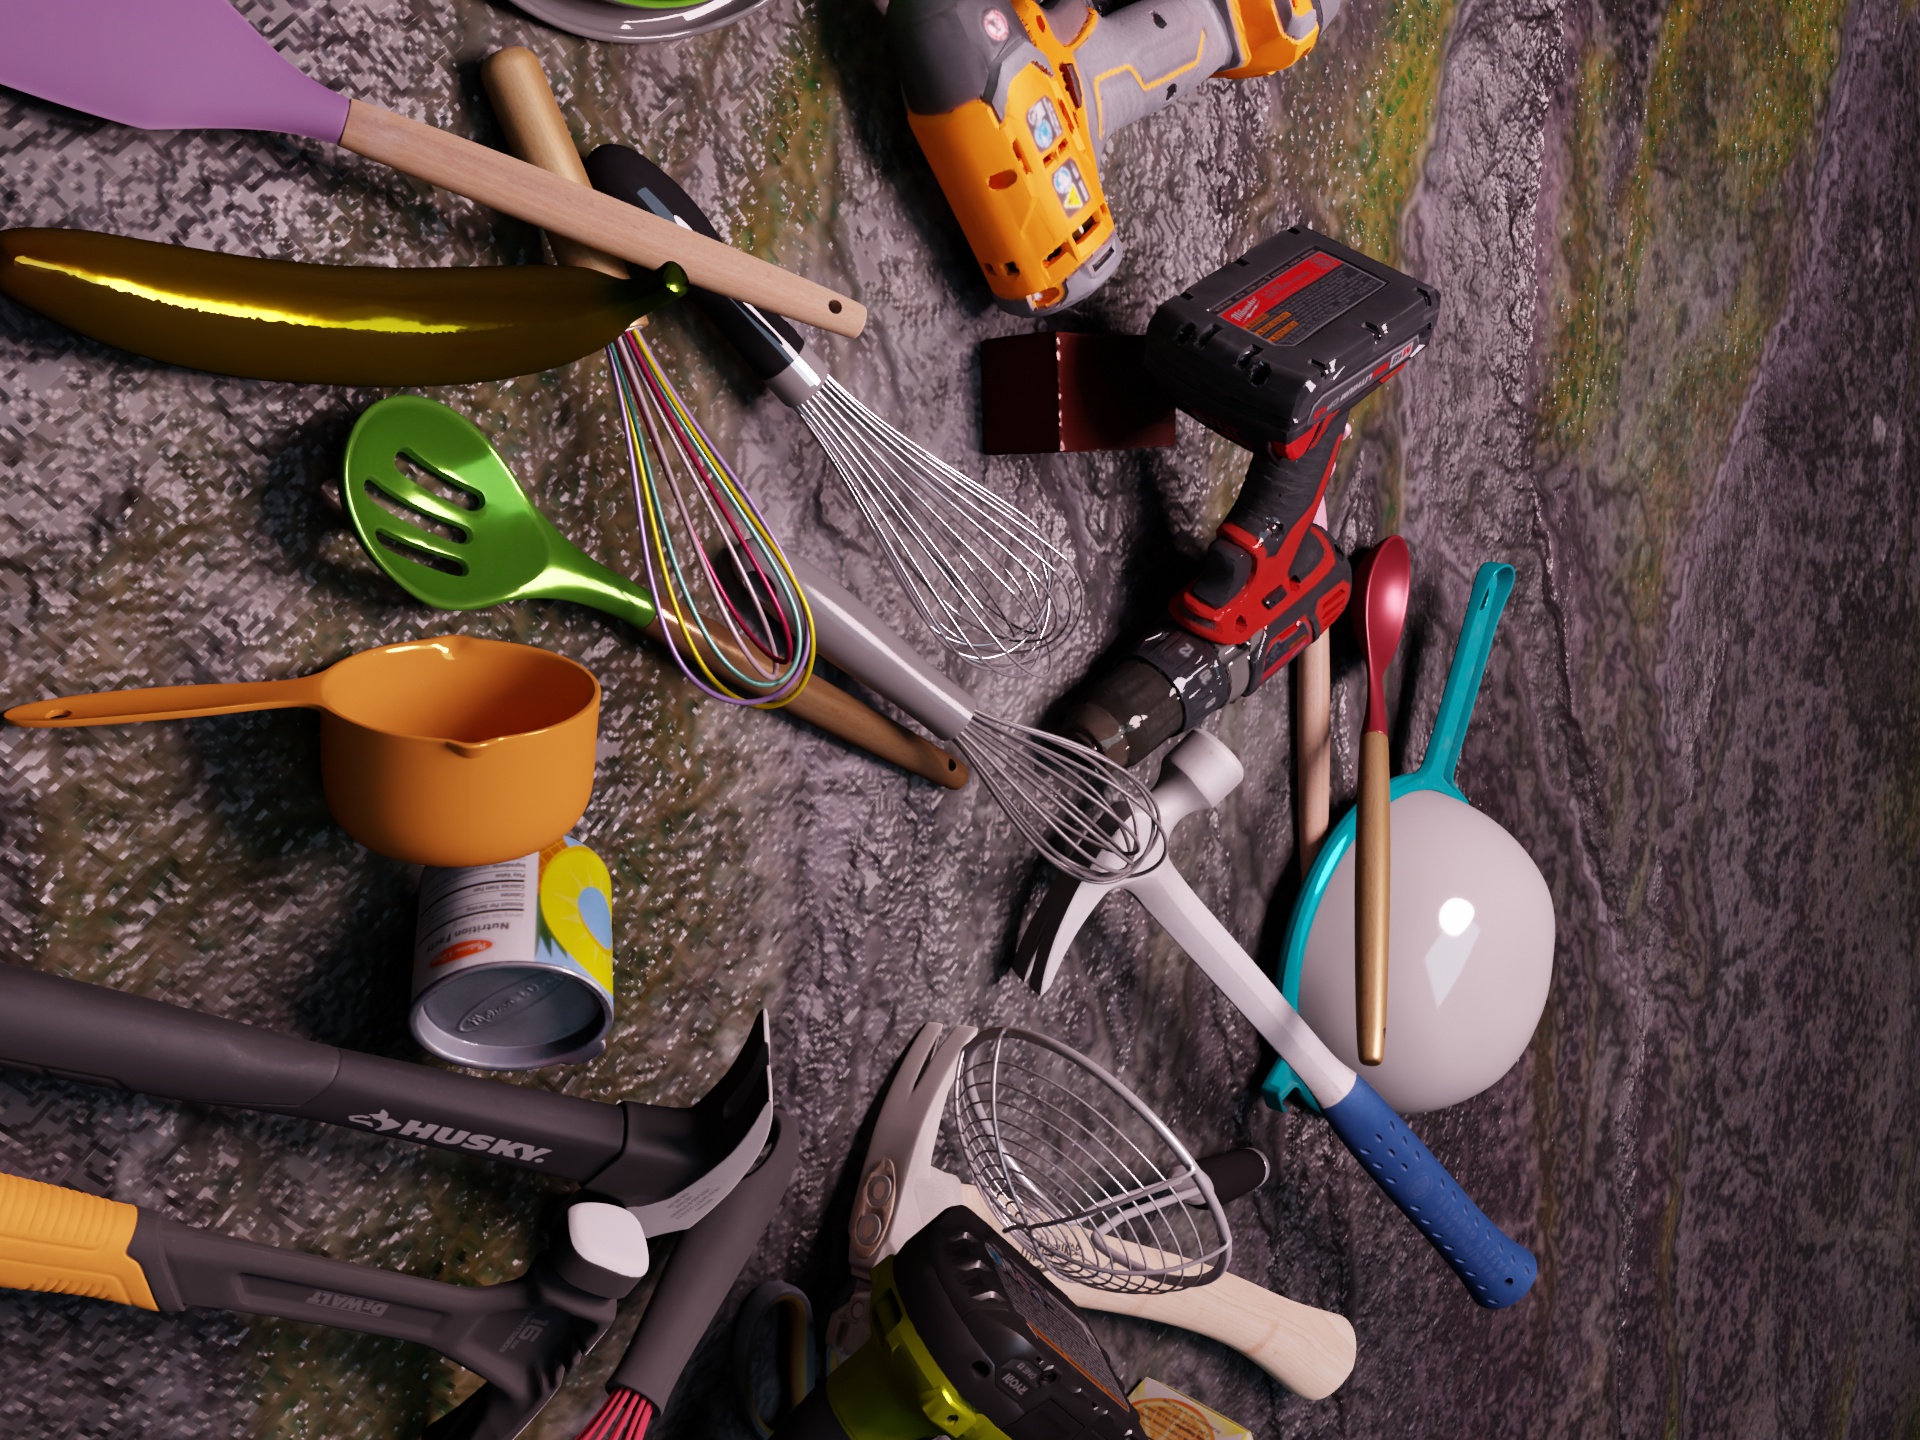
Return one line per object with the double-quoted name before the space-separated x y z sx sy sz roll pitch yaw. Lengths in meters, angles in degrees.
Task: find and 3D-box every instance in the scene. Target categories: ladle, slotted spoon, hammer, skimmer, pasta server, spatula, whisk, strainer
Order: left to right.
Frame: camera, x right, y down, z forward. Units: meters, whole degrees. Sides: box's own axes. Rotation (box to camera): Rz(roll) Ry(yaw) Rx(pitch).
"hammer" -0.265 0.159 0.470 0.336 0.034 0.127 29 106 -34
"hammer" -0.212 0.106 0.489 0.334 0.146 0.035 24 39 -34
"spatula" -0.169 -0.182 0.506 0.315 0.018 0.060 15 83 -29
"whisk" -0.125 0.260 0.566 0.073 0.073 0.296 60 38 -29
"whisk" -0.109 -0.118 0.567 0.051 0.047 0.245 -29 103 -36
"slotted spoon" -0.102 -0.030 0.614 0.313 0.031 0.070 29 59 -42
"whisk" -0.045 -0.116 0.640 0.284 0.070 0.070 46 66 -30
"whisk" -0.001 -0.002 0.673 0.238 0.055 0.055 37 70 -23
"hammer" 0.096 0.280 0.818 0.410 0.038 0.146 33 65 -41
"skimmer" 0.102 0.193 0.724 0.090 0.127 0.363 -60 153 4
"hammer" 0.185 0.189 0.825 0.144 0.035 0.405 -44 115 -5
"pasta server" 0.202 -0.054 0.873 0.060 0.040 0.316 -37 127 -71
"ladle" 0.220 0.032 0.841 0.069 0.031 0.316 52 40 -47
"strainer" 0.296 0.080 0.912 0.210 0.095 0.340 11 95 -44

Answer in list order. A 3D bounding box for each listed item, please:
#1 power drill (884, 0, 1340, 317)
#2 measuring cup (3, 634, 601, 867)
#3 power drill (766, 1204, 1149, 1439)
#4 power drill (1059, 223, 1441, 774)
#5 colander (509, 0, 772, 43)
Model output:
"power drill" 0.062 -0.306 0.685 0.226 0.084 0.164 -49 130 -22
"measuring cup" -0.203 0.014 0.508 0.173 0.095 0.052 -4 115 -20
"power drill" -0.044 0.311 0.630 0.223 0.080 0.171 -39 122 2
"power drill" 0.122 -0.088 0.728 0.188 0.080 0.226 -36 148 -29
"colander" -0.020 -0.352 0.554 0.397 0.095 0.204 -29 135 -34
